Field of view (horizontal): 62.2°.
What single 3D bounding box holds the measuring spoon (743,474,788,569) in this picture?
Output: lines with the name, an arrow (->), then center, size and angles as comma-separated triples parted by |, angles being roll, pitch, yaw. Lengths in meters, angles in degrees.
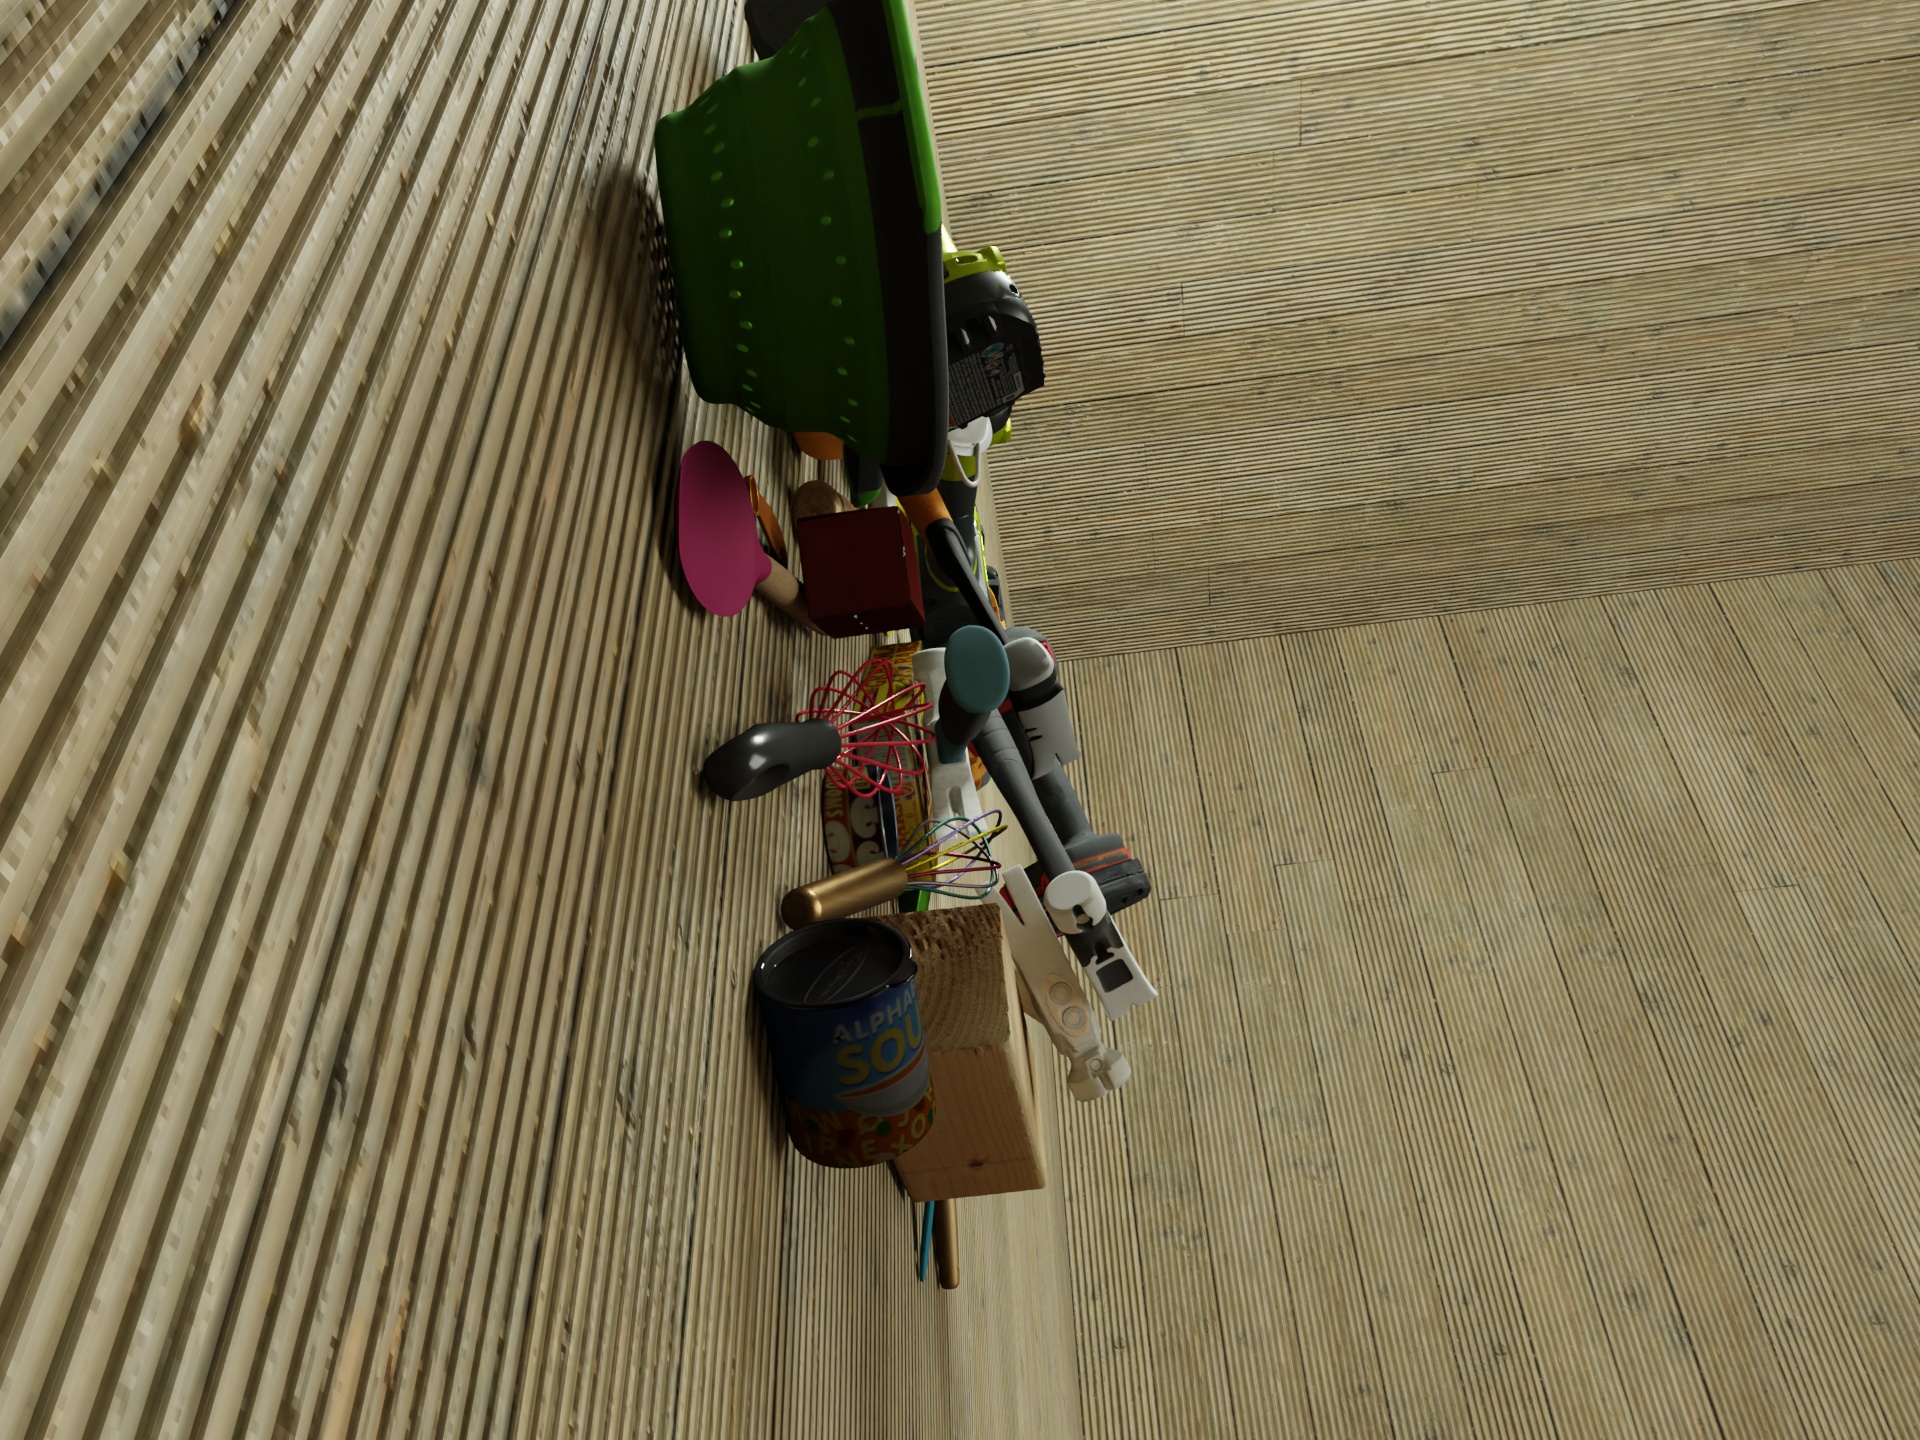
measuring spoon -> -0.097, -0.094, 0.781 | 0.117, 0.011, 0.021 | 78, 8, -79

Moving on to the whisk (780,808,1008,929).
whisk -> -0.030, 0.082, 0.835 | 0.245, 0.047, 0.051 | -9, 96, -67

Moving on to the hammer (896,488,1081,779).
hammer -> -0.014, -0.119, 0.988 | 0.127, 0.034, 0.337 | 69, -5, -60

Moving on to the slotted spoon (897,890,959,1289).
slotted spoon -> -0.020, 0.240, 1.123 | 0.070, 0.031, 0.314 | 41, 44, -83

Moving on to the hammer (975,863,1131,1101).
hammer -> 0.024, 0.172, 1.147 | 0.146, 0.038, 0.410 | 63, -10, -1

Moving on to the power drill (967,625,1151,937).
power drill -> 0.038, 0.058, 1.228 | 0.188, 0.080, 0.227 | -39, -111, 55

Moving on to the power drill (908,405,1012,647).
power drill -> -0.009, -0.186, 1.160 | 0.223, 0.080, 0.171 | 92, -6, -48

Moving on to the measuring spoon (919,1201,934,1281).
measuring spoon -> -0.027, 0.300, 1.043 | 0.042, 0.021, 0.129 | 78, 15, -67

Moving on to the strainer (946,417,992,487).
strainer -> -0.042, -0.256, 1.023 | 0.050, 0.086, 0.259 | -51, -122, 33

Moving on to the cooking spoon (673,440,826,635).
cooking spoon -> -0.091, -0.067, 0.748 | 0.319, 0.017, 0.069 | 40, 50, -83

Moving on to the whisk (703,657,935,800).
whisk -> -0.063, 0.010, 0.743 | 0.296, 0.073, 0.073 | -19, 102, -80

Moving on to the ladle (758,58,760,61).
ladle -> -0.102, -0.458, 0.964 | 0.078, 0.062, 0.320 | 68, 18, -71

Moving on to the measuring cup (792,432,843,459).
measuring cup -> -0.080, -0.203, 0.884 | 0.173, 0.052, 0.095 | 53, 30, -77

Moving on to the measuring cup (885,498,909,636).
measuring cup -> -0.055, -0.124, 1.295 | 0.062, 0.029, 0.157 | 79, 18, -44

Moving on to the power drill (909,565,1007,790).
power drill -> -0.006, -0.065, 1.442 | 0.226, 0.084, 0.185 | -80, 162, -59

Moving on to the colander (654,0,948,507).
colander -> -0.075, -0.170, 0.711 | 0.397, 0.094, 0.204 | 113, -33, -77

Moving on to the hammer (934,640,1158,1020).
hammer -> 0.042, 0.054, 1.055 | 0.146, 0.035, 0.335 | 61, 2, -42

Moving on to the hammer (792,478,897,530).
hammer -> -0.067, -0.123, 1.046 | 0.331, 0.031, 0.130 | -40, 122, -84

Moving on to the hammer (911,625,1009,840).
hammer -> -0.001, -0.003, 0.898 | 0.331, 0.033, 0.128 | 112, -30, -82

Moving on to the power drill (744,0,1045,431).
power drill -> -0.036, -0.279, 0.885 | 0.190, 0.080, 0.228 | 47, 18, -80
